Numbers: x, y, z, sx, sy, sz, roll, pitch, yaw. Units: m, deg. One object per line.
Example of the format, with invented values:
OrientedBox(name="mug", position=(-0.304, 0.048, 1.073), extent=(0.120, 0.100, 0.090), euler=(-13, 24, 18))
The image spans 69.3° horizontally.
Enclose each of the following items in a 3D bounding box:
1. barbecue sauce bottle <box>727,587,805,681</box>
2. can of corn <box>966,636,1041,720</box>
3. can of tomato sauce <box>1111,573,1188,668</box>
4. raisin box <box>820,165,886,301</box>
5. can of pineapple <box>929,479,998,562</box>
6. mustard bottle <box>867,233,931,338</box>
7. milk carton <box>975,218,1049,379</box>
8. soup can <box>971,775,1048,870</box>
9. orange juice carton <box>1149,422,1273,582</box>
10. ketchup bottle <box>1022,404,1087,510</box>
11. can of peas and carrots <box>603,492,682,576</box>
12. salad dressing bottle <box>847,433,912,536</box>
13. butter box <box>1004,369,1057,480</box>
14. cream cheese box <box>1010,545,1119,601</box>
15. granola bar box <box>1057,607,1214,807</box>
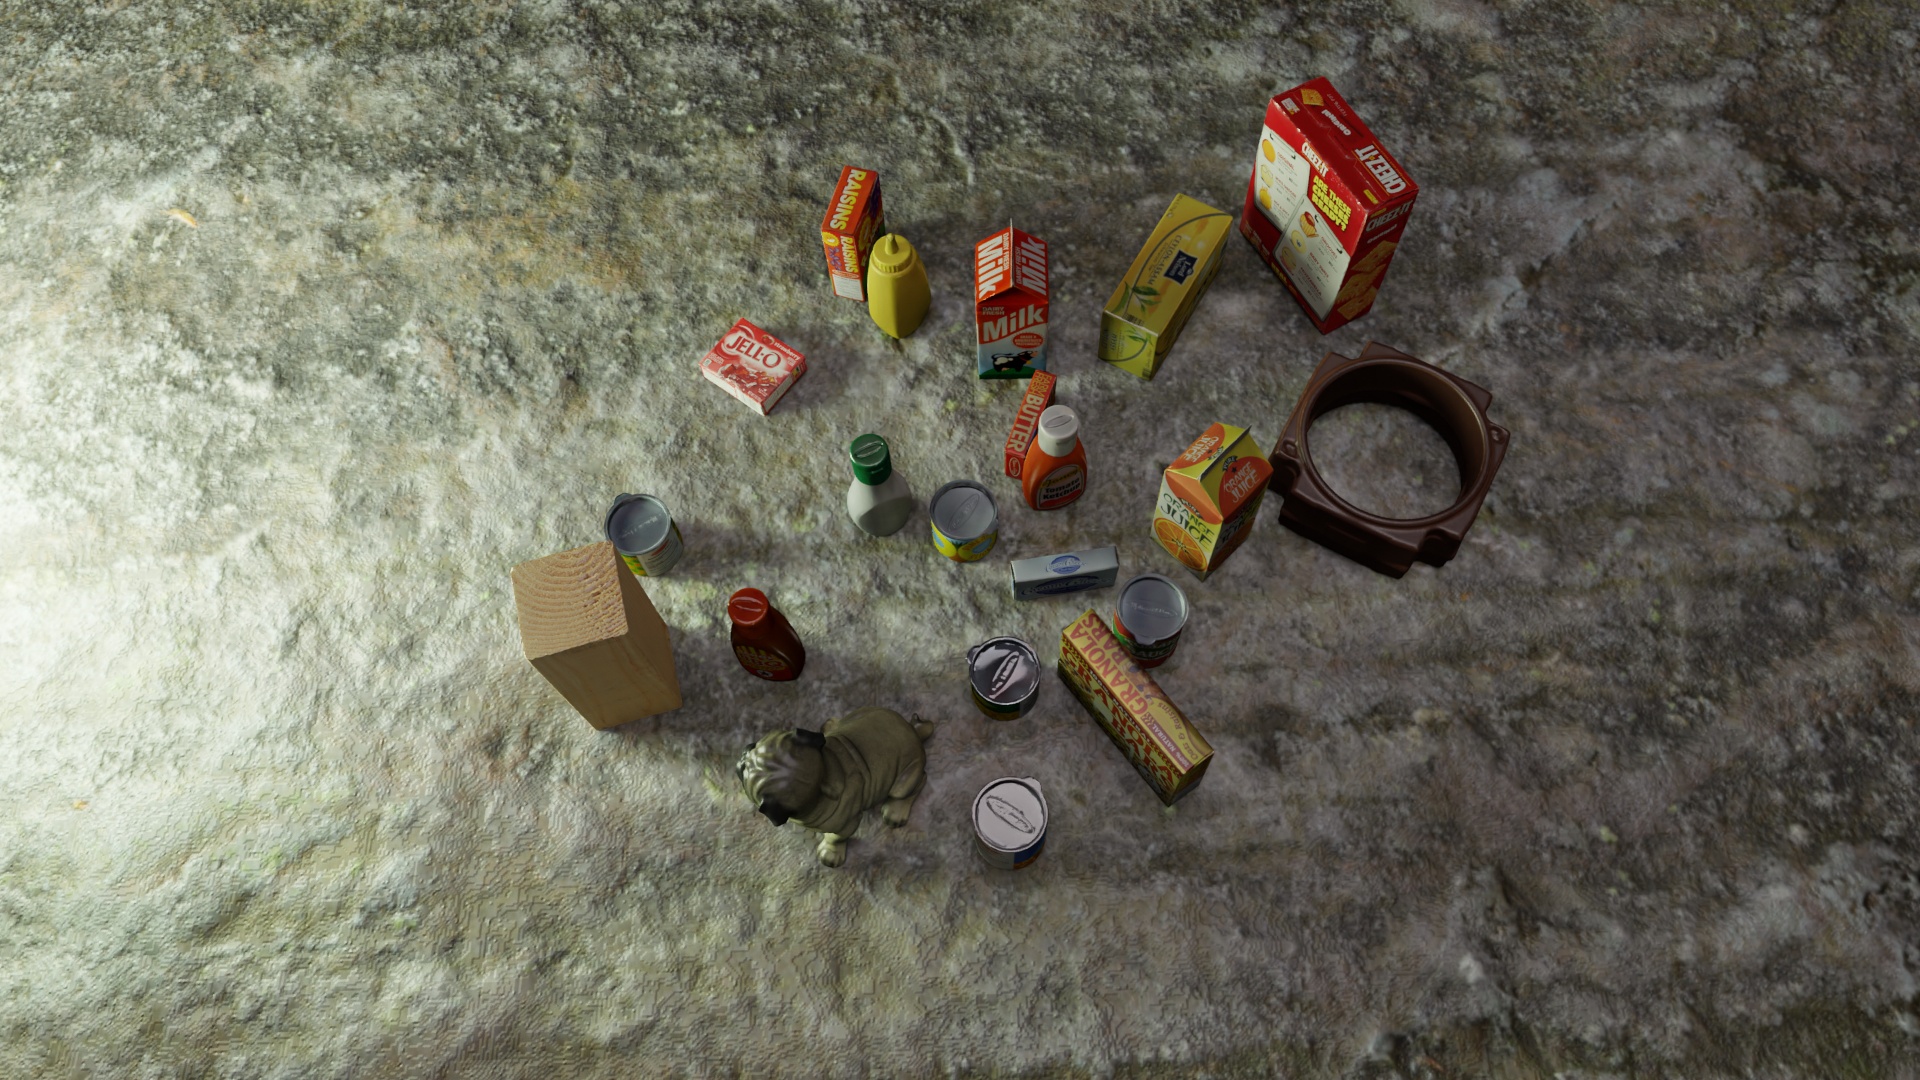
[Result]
OrientedBox(name="barbecue sauce bottle", position=(-0.183, 0.086, 1.277), extent=(0.065, 0.148, 0.044), euler=(11, 67, 7))
OrientedBox(name="can of corn", position=(0.040, 0.129, 1.300), extent=(0.071, 0.058, 0.071), euler=(-1, 66, 2))
OrientedBox(name="can of tomato sauce", position=(0.176, 0.079, 1.305), extent=(0.071, 0.082, 0.071), euler=(-1, 66, 2))
OrientedBox(name="raisin box", position=(-0.112, -0.324, 1.475), extent=(0.040, 0.123, 0.086), euler=(14, 67, 8))
OrientedBox(name="can of pineapple", position=(0.005, -0.017, 1.367), extent=(0.071, 0.057, 0.071), euler=(-1, 66, 2))
OrientedBox(name="mustard bottle", position=(-0.066, -0.271, 1.429), extent=(0.049, 0.159, 0.065), euler=(37, 72, 16))
OrientedBox(name="milk carton", position=(0.052, -0.238, 1.394), extent=(0.073, 0.189, 0.072), euler=(-1, 66, 2))
OrientedBox(name="soup can", position=(0.046, 0.250, 1.231), extent=(0.071, 0.083, 0.071), euler=(-1, 66, 2))
OrientedBox(name="orange juice carton", position=(0.235, -0.042, 1.298), extent=(0.072, 0.192, 0.073), euler=(-42, 71, -15))
OrientedBox(name="ketchup bottle", position=(0.092, -0.081, 1.344), extent=(0.065, 0.148, 0.043), euler=(-20, 67, -7))
OrientedBox(name="can of peas and carrots", position=(-0.314, -0.006, 1.372), extent=(0.071, 0.058, 0.071), euler=(-1, 66, 2))
OrientedBox(name="salad dressing bottle", position=(-0.081, -0.053, 1.337), extent=(0.064, 0.147, 0.044), euler=(-24, 67, -8))
OrientedBox(name="butter box", position=(0.071, -0.118, 1.414), extent=(0.024, 0.053, 0.104), euler=(18, 67, 10))
OrientedBox(name="cream cheese box", position=(0.100, 0.032, 1.344), extent=(0.104, 0.053, 0.024), euler=(-8, 66, -2))
OrientedBox(name="granola bar box", position=(0.153, 0.153, 1.249), extent=(0.039, 0.123, 0.166), euler=(-35, 69, -13))
